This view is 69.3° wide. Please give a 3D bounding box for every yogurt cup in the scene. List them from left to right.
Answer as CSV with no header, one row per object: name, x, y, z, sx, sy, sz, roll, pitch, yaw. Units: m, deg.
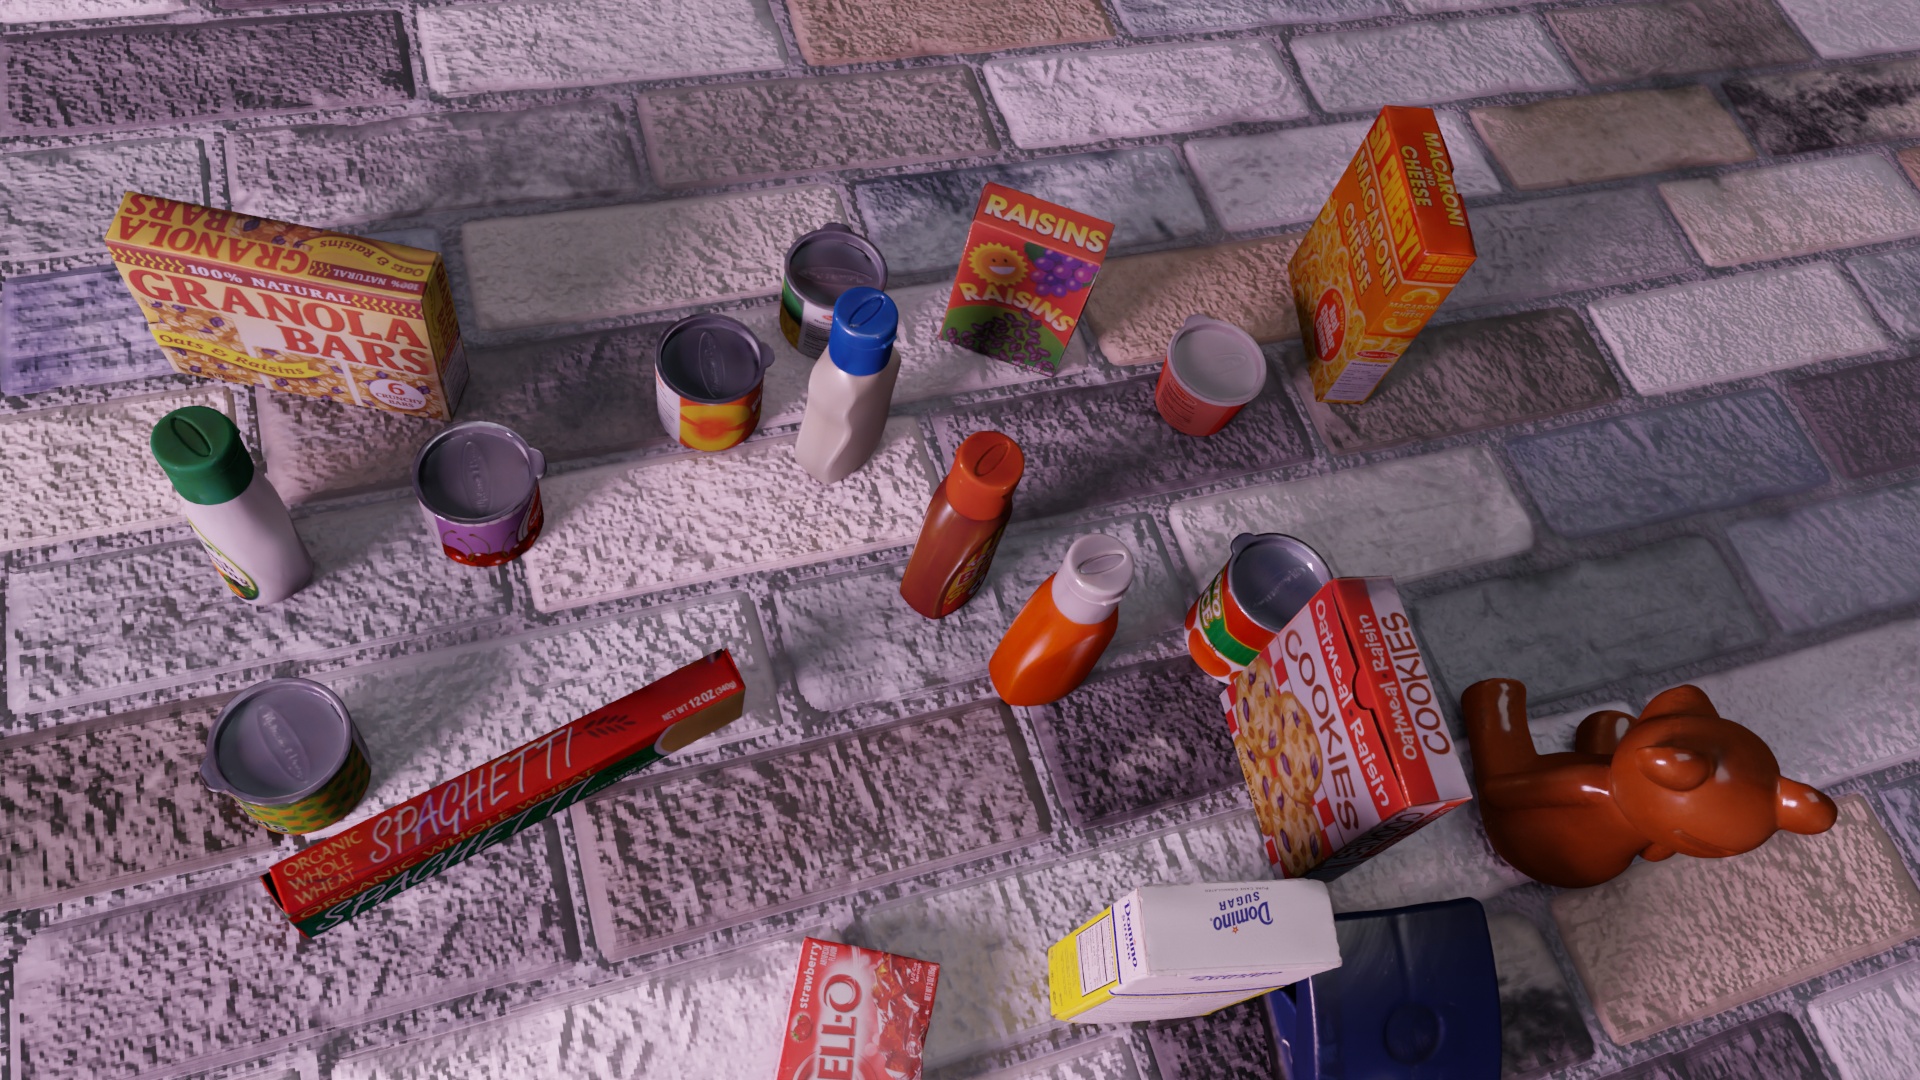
yogurt cup,0.165,-0.106,0.934,0.072,0.053,0.073,5,62,-9

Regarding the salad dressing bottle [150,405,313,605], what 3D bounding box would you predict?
salad dressing bottle,-0.376,-0.017,0.718,0.064,0.147,0.044,44,63,12

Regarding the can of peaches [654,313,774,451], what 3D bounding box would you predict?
can of peaches,-0.152,-0.097,0.860,0.071,0.057,0.071,5,62,-9

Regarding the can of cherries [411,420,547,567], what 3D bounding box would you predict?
can of cherries,-0.272,-0.025,0.796,0.071,0.058,0.072,5,62,-9

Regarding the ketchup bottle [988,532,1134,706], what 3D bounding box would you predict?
ketchup bottle,0.060,0.046,0.776,0.065,0.148,0.043,-18,68,-20

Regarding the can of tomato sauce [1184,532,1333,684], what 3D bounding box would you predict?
can of tomato sauce,0.177,0.042,0.840,0.071,0.082,0.071,5,62,-9

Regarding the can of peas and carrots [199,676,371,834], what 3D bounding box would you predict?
can of peas and carrots,-0.342,0.112,0.707,0.071,0.058,0.071,5,62,-9

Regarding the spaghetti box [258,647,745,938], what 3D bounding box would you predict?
spaghetti box,-0.229,0.129,0.727,0.251,0.050,0.029,-26,71,-23

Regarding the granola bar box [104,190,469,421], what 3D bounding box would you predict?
granola bar box,-0.376,-0.128,0.791,0.166,0.123,0.039,10,61,-6

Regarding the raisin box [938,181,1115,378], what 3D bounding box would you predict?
raisin box,0.041,-0.167,0.900,0.086,0.122,0.040,20,60,-1

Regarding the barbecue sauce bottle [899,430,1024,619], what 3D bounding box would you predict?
barbecue sauce bottle,0.003,-0.010,0.794,0.044,0.147,0.065,39,62,10

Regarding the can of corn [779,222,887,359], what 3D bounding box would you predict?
can of corn,-0.084,-0.162,0.909,0.071,0.058,0.071,5,62,-9

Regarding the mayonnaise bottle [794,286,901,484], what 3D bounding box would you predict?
mayonnaise bottle,-0.064,-0.092,0.824,0.041,0.147,0.065,38,62,9

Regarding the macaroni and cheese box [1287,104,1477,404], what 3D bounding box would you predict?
macaroni and cheese box,0.279,-0.189,0.937,0.040,0.165,0.124,2,62,-11

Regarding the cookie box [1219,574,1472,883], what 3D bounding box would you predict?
cookie box,0.203,0.109,0.761,0.040,0.166,0.123,-6,64,-15
